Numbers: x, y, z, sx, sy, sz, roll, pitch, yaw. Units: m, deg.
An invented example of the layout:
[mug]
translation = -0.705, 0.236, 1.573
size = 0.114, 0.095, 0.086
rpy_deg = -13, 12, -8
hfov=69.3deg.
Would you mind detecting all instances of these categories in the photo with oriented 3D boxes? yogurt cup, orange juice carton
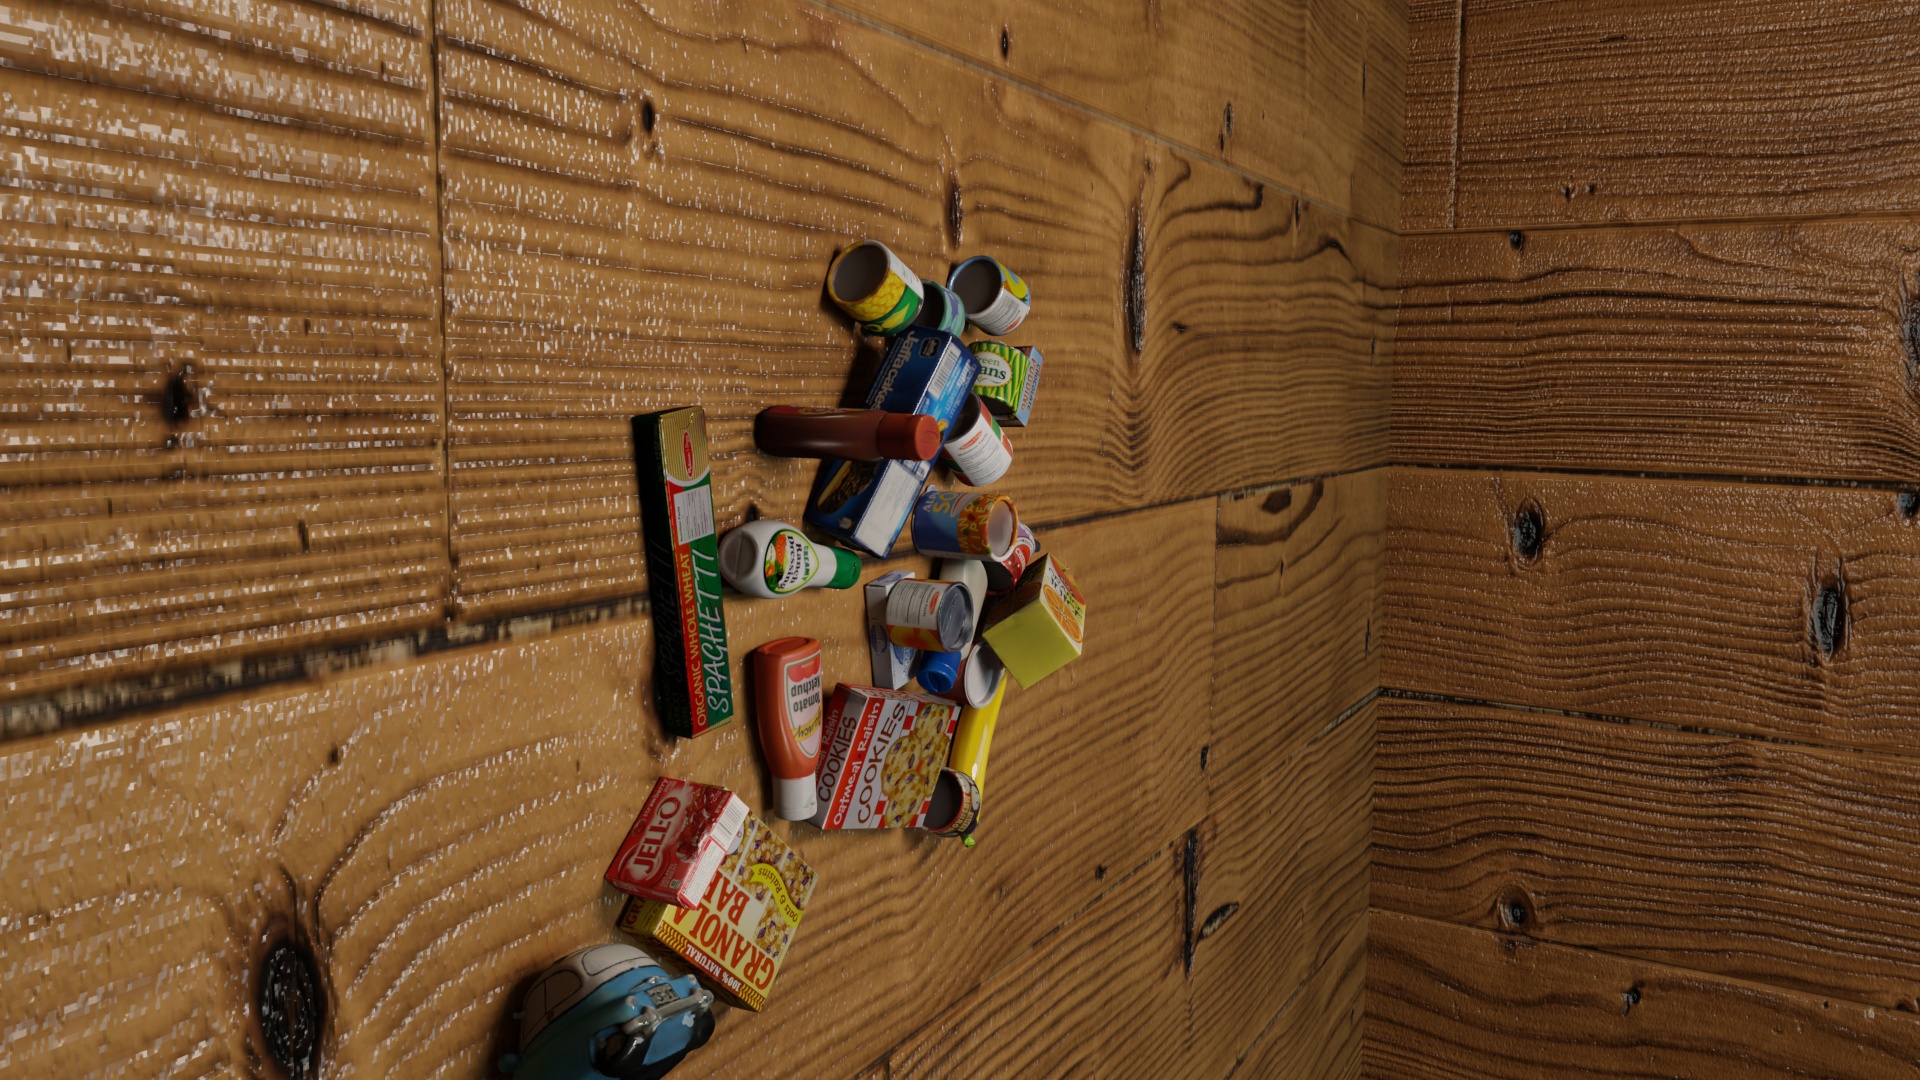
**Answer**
[yogurt cup]
translation = 0.001, 0.131, 1.392
size = 0.072, 0.054, 0.072
rpy_deg = -13, 105, -58
[orange juice carton]
translation = 0.080, 0.074, 1.443
size = 0.073, 0.071, 0.193
rpy_deg = 54, 15, -10

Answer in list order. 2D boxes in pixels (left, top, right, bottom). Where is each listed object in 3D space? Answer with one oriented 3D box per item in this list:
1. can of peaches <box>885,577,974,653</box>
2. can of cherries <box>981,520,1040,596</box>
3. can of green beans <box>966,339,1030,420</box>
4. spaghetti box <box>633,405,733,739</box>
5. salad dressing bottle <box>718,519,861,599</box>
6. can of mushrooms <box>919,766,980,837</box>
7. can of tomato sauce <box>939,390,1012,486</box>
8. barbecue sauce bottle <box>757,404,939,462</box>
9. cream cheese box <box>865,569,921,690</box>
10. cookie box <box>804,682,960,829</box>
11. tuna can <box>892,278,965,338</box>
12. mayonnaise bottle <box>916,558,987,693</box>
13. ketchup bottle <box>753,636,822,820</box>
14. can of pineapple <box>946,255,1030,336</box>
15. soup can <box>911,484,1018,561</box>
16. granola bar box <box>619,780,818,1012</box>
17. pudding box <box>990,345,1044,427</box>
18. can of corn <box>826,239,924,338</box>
[can of peaches]
translation = -0.027, 0.070, 1.281
size = 0.071, 0.058, 0.071
rpy_deg = -13, 105, -60
[can of cherries]
translation = 0.039, 0.015, 1.424
size = 0.059, 0.071, 0.071
rpy_deg = -58, 140, -38
[can of green beans]
translation = 0.031, -0.160, 1.394
size = 0.071, 0.071, 0.058
rpy_deg = 38, 62, -55
[spaghetti box]
translation = -0.208, 0.025, 1.047
size = 0.050, 0.028, 0.249
rpy_deg = -23, 113, -57
[salad dressing bottle]
translation = -0.138, 0.018, 1.151
size = 0.148, 0.044, 0.064
rpy_deg = 10, 87, -60
[can of mushrooms]
translation = -0.015, 0.258, 1.365
size = 0.033, 0.071, 0.071
rpy_deg = 34, 65, -54
[can of tomato sauce]
translation = 0.005, -0.102, 1.360
size = 0.083, 0.071, 0.071
rpy_deg = 50, 52, -51
[barbecue sauce bottle]
translation = -0.088, -0.085, 1.118
size = 0.065, 0.148, 0.043
rpy_deg = -8, 102, -59
[cream cheese box]
translation = -0.062, 0.084, 1.308
size = 0.053, 0.024, 0.103
rpy_deg = -28, 118, -57
[cookie box]
translation = -0.074, 0.198, 1.266
size = 0.167, 0.040, 0.123
rpy_deg = 19, 90, -59
[tuna can]
translation = -0.031, -0.203, 1.280
size = 0.033, 0.071, 0.071
rpy_deg = 16, 80, -58
[mayonnaise bottle]
translation = -0.009, 0.080, 1.354
size = 0.149, 0.041, 0.064
rpy_deg = -73, 153, -43
[ketchup bottle]
translation = -0.142, 0.158, 1.162
size = 0.065, 0.043, 0.148
rpy_deg = -19, 110, -58
[can of pineapple]
translation = 0.027, -0.244, 1.379
size = 0.058, 0.071, 0.071
rpy_deg = 21, 76, -59
[soup can]
translation = 0.005, -0.017, 1.350
size = 0.071, 0.084, 0.071
rpy_deg = -11, 103, -59
[granola bar box]
translation = -0.187, 0.285, 1.105
size = 0.165, 0.039, 0.125
rpy_deg = 58, 45, -45
[pudding box]
translation = 0.052, -0.160, 1.447
size = 0.030, 0.049, 0.084
rpy_deg = 43, 57, -52
[can of corn]
translation = -0.076, -0.217, 1.207
size = 0.058, 0.071, 0.071
rpy_deg = 36, 63, -55
